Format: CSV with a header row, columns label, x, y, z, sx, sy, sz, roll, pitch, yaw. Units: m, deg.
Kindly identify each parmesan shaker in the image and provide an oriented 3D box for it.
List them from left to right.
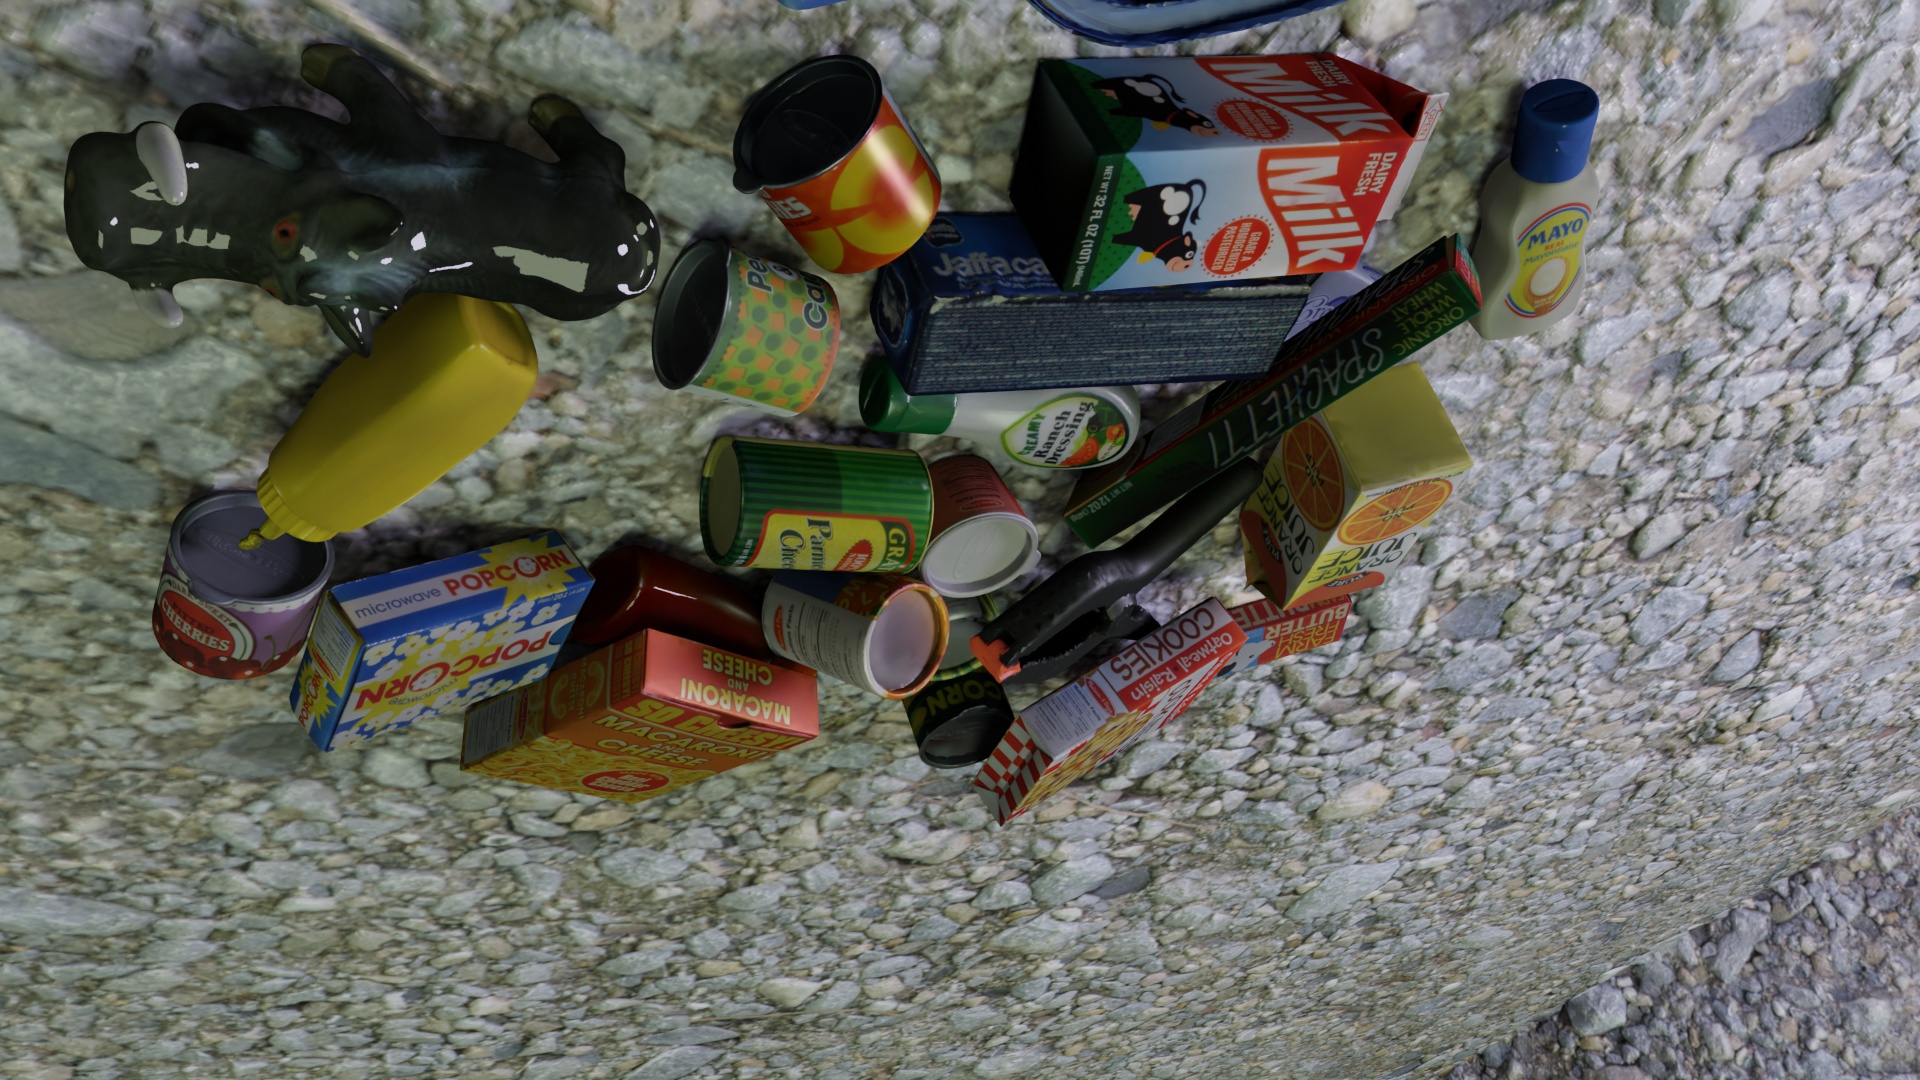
label,x,y,z,sx,sy,sz,roll,pitch,yaw
parmesan shaker,-0.075,-0.016,0.711,0.103,0.071,0.071,2,137,-29

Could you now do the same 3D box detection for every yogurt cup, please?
label,x,y,z,sx,sy,sz,roll,pitch,yaw
yogurt cup,0.003,-0.010,0.768,0.072,0.054,0.072,-14,142,-11

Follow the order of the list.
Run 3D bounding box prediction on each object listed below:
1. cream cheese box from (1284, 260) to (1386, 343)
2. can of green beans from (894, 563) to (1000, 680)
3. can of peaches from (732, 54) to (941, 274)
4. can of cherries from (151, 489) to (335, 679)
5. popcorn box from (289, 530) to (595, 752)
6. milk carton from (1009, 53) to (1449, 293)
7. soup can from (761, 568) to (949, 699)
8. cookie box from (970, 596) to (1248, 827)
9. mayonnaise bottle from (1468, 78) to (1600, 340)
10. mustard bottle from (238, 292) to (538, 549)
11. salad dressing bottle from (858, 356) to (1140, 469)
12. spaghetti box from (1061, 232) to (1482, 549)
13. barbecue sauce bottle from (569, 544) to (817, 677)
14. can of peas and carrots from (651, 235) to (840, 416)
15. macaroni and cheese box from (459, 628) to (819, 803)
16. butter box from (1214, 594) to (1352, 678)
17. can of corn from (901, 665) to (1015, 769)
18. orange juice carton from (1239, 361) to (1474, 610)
label,x,y,z,sx,sy,sz,roll,pitch,yaw
cream cheese box,0.209,-0.124,0.757,0.104,0.024,0.053,14,130,-38
can of green beans,-0.013,0.041,0.820,0.071,0.058,0.071,-14,143,-11
can of peaches,-0.050,-0.148,0.558,0.071,0.071,0.058,-30,143,10
can of cherries,-0.325,0.022,0.625,0.071,0.072,0.058,8,134,-34
popcorn box,-0.254,0.048,0.682,0.127,0.038,0.084,-19,152,-49
milk carton,0.127,-0.167,0.620,0.191,0.074,0.072,-8,141,-19
soup can,-0.055,0.044,0.764,0.071,0.084,0.071,-18,115,-44
cookie box,0.096,0.111,0.907,0.168,0.040,0.122,-27,160,-28
mayonnaise bottle,0.304,-0.171,0.732,0.065,0.041,0.147,-19,144,-1
mustard bottle,-0.249,-0.043,0.587,0.160,0.065,0.048,-35,143,16
salad dressing bottle,0.021,-0.069,0.713,0.148,0.044,0.064,3,136,-30
spaghetti box,0.158,-0.073,0.732,0.249,0.050,0.028,-34,106,32
barbecue sauce bottle,-0.141,0.049,0.776,0.064,0.044,0.148,-34,143,26
can of peas and carrots,-0.093,-0.094,0.606,0.059,0.071,0.070,12,131,-38
macaroni and cheese box,-0.181,0.105,0.786,0.166,0.040,0.123,-23,149,35
butter box,0.226,0.063,0.999,0.104,0.024,0.052,-16,143,-8
can of corn,-0.003,0.105,0.904,0.071,0.058,0.070,-14,142,-11
orange juice carton,0.228,-0.019,0.842,0.072,0.073,0.191,-14,154,-12
